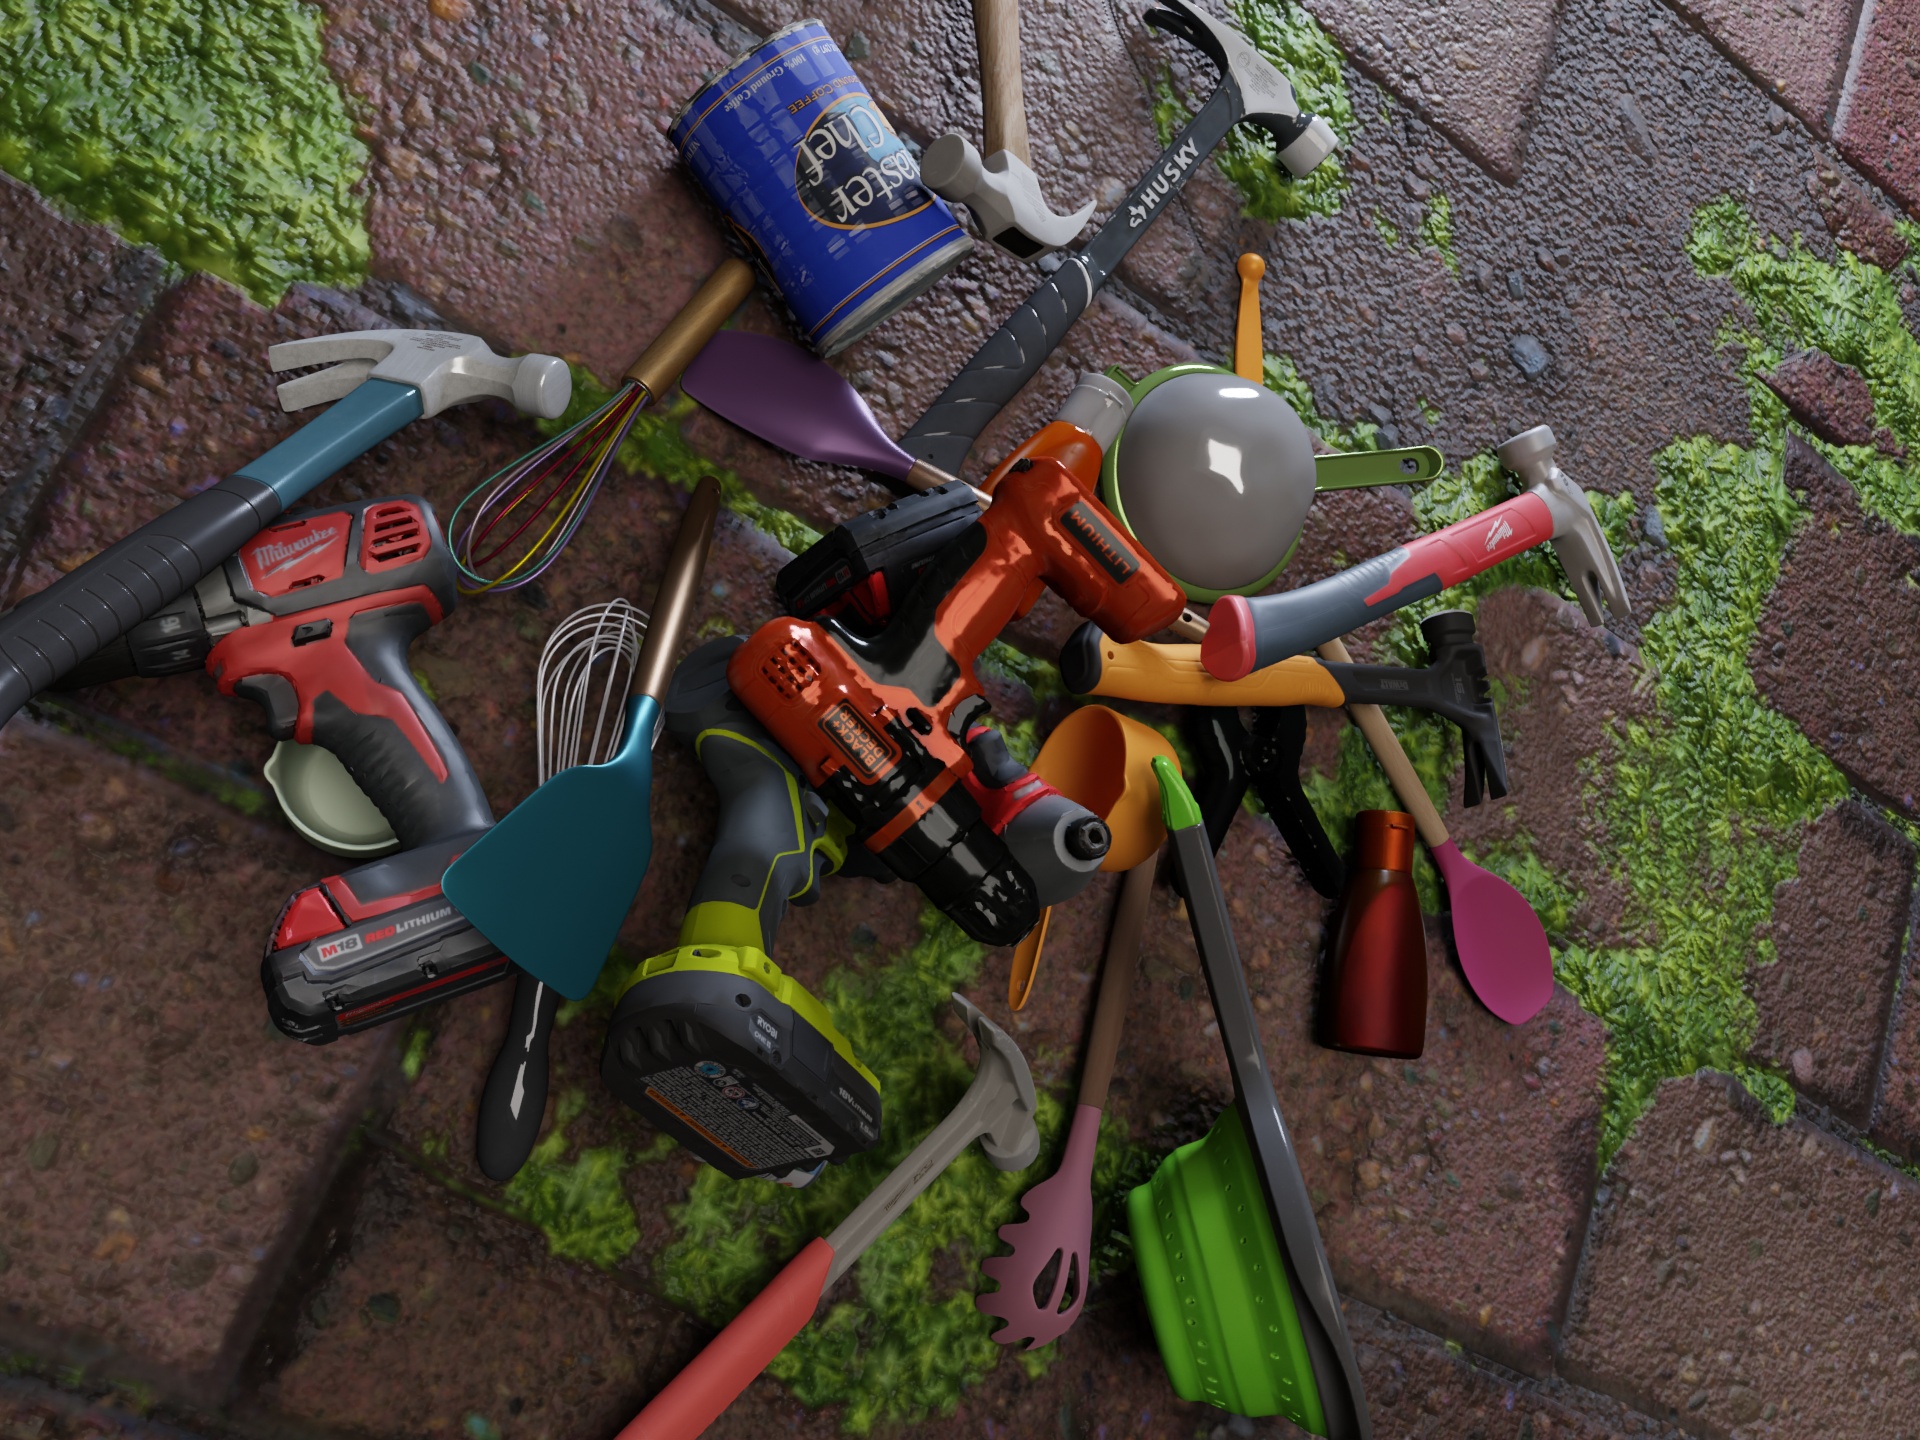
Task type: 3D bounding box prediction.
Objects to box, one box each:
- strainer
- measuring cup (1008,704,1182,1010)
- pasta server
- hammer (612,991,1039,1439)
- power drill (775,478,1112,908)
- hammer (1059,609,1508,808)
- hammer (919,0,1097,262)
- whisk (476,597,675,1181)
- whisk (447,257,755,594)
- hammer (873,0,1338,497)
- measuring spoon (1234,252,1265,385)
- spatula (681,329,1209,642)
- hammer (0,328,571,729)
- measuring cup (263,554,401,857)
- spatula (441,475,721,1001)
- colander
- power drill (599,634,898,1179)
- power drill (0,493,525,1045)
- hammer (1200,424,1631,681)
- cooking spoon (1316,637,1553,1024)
[{"bbox_3d":[0.211,-0.156,0.982,0.256,0.069,0.151,-8,89,-24],"label":"strainer"},{"bbox_3d":[0.071,0.081,0.882,0.052,0.095,0.173,19,85,-30],"label":"measuring cup"},{"bbox_3d":[0.074,0.191,0.896,0.060,0.040,0.316,23,69,-21],"label":"pasta server"},{"bbox_3d":[-0.098,0.289,0.758,0.359,0.037,0.149,-42,144,-19],"label":"hammer"},{"bbox_3d":[-0.001,-0.003,0.823,0.078,0.143,0.219,-26,92,-29],"label":"power drill"},{"bbox_3d":[0.200,-0.016,0.942,0.336,0.034,0.127,3,72,-34],"label":"hammer"},{"bbox_3d":[0.021,-0.408,0.915,0.130,0.031,0.332,23,56,-48],"label":"hammer"},{"bbox_3d":[-0.192,0.079,0.771,0.070,0.070,0.285,14,82,-23],"label":"whisk"},{"bbox_3d":[-0.181,-0.156,0.817,0.051,0.047,0.245,40,63,-14],"label":"whisk"},{"bbox_3d":[0.078,-0.281,0.961,0.149,0.036,0.409,43,67,-13],"label":"hammer"},{"bbox_3d":[0.188,-0.246,1.020,0.021,0.011,0.117,6,80,-25],"label":"measuring spoon"},{"bbox_3d":[-0.003,-0.125,0.866,0.316,0.018,0.060,29,70,-1],"label":"spatula"},{"bbox_3d":[-0.301,-0.086,0.658,0.128,0.033,0.331,14,39,14],"label":"hammer"},{"bbox_3d":[-0.283,-0.016,0.751,0.083,0.038,0.168,-1,71,-21],"label":"measuring cup"},{"bbox_3d":[-0.151,-0.020,0.734,0.082,0.044,0.318,49,28,-31],"label":"spatula"},{"bbox_3d":[0.123,0.218,0.843,0.094,0.204,0.397,-15,95,4],"label":"colander"},{"bbox_3d":[-0.083,0.091,0.752,0.171,0.080,0.223,51,31,-38],"label":"power drill"},{"bbox_3d":[-0.286,0.019,0.676,0.188,0.080,0.227,-18,77,-25],"label":"power drill"},{"bbox_3d":[0.288,-0.078,0.982,0.386,0.038,0.143,-23,87,-38],"label":"hammer"},{"bbox_3d":[0.296,0.056,1.024,0.069,0.017,0.319,-33,97,-19],"label":"cooking spoon"}]
